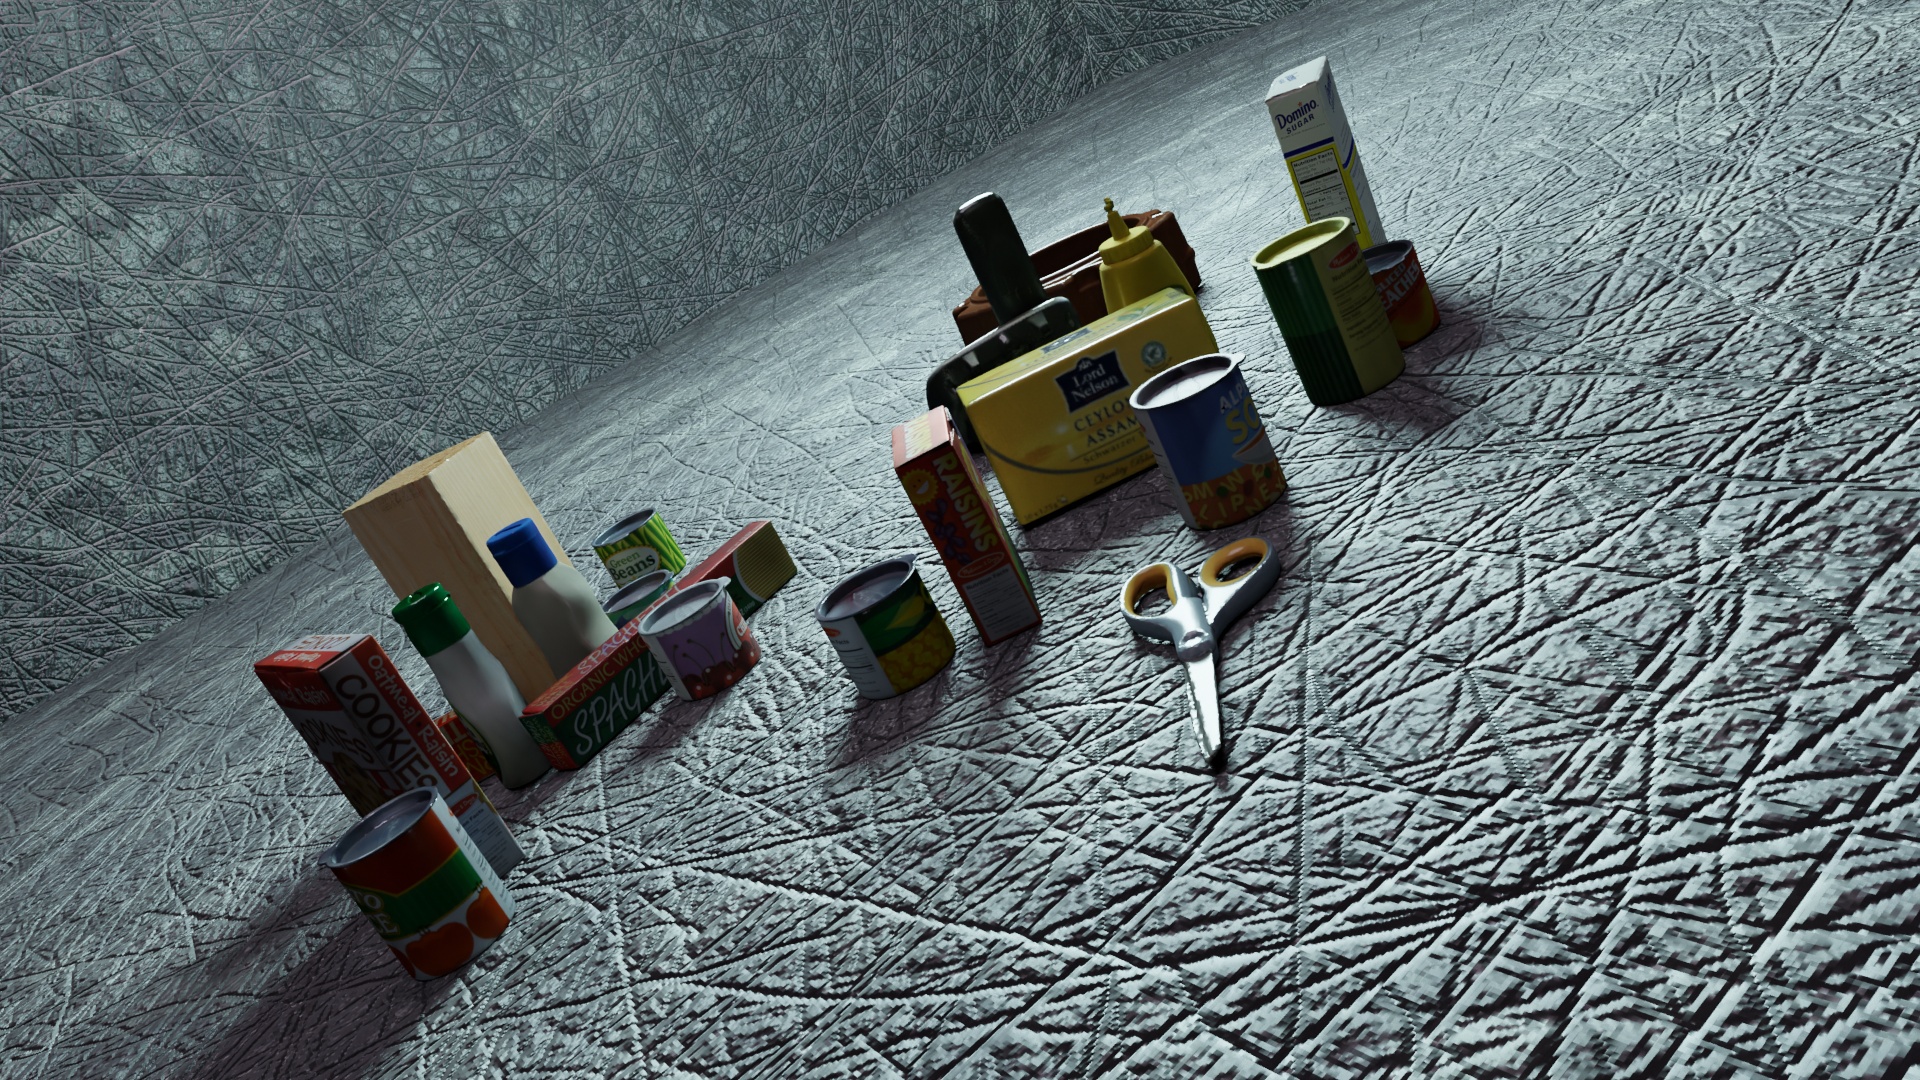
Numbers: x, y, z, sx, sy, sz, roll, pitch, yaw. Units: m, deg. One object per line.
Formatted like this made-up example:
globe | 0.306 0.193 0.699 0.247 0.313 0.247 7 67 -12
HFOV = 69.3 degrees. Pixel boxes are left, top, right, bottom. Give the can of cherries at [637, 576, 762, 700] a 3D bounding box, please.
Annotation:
can of cherries | -0.177 0.068 0.960 0.071 0.058 0.072 -24 19 9

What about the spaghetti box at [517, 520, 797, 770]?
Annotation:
spaghetti box | -0.212 0.070 1.012 0.028 0.050 0.251 -10 25 42

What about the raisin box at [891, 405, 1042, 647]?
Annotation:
raisin box | 0.003 -0.010 0.821 0.040 0.123 0.086 -26 19 6

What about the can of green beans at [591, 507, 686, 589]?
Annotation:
can of green beans | -0.291 0.011 1.261 0.071 0.057 0.071 -24 19 9

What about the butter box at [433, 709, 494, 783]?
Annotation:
butter box | -0.363 0.152 0.998 0.103 0.053 0.024 -30 19 -8

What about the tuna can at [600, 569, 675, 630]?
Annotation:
tuna can | -0.259 0.054 1.145 0.071 0.032 0.071 -24 19 9

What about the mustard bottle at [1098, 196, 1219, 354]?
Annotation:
mustard bottle | 0.137 -0.176 1.018 0.065 0.159 0.049 -32 19 -14

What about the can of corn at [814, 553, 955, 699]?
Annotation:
can of corn | -0.042 0.051 0.822 0.071 0.058 0.071 -24 19 9

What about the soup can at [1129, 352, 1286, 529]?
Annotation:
soup can | 0.148 -0.059 0.814 0.071 0.083 0.071 -24 19 9

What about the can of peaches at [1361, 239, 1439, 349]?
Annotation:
can of peaches | 0.285 -0.163 0.942 0.071 0.058 0.071 -24 19 9

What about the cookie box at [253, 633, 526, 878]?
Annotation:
cookie box | -0.351 0.135 0.849 0.123 0.167 0.040 -6 28 48

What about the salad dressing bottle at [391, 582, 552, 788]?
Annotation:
salad dressing bottle | -0.331 0.099 0.947 0.044 0.147 0.064 -34 19 -18

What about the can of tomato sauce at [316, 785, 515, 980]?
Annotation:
can of tomato sauce | -0.297 0.190 0.764 0.071 0.083 0.071 -24 19 9

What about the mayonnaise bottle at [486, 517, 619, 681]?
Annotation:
mayonnaise bottle | -0.287 0.054 1.003 0.064 0.147 0.041 -17 21 29

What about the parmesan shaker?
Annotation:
parmesan shaker | 0.235 -0.145 0.893 0.071 0.103 0.071 -24 19 9
